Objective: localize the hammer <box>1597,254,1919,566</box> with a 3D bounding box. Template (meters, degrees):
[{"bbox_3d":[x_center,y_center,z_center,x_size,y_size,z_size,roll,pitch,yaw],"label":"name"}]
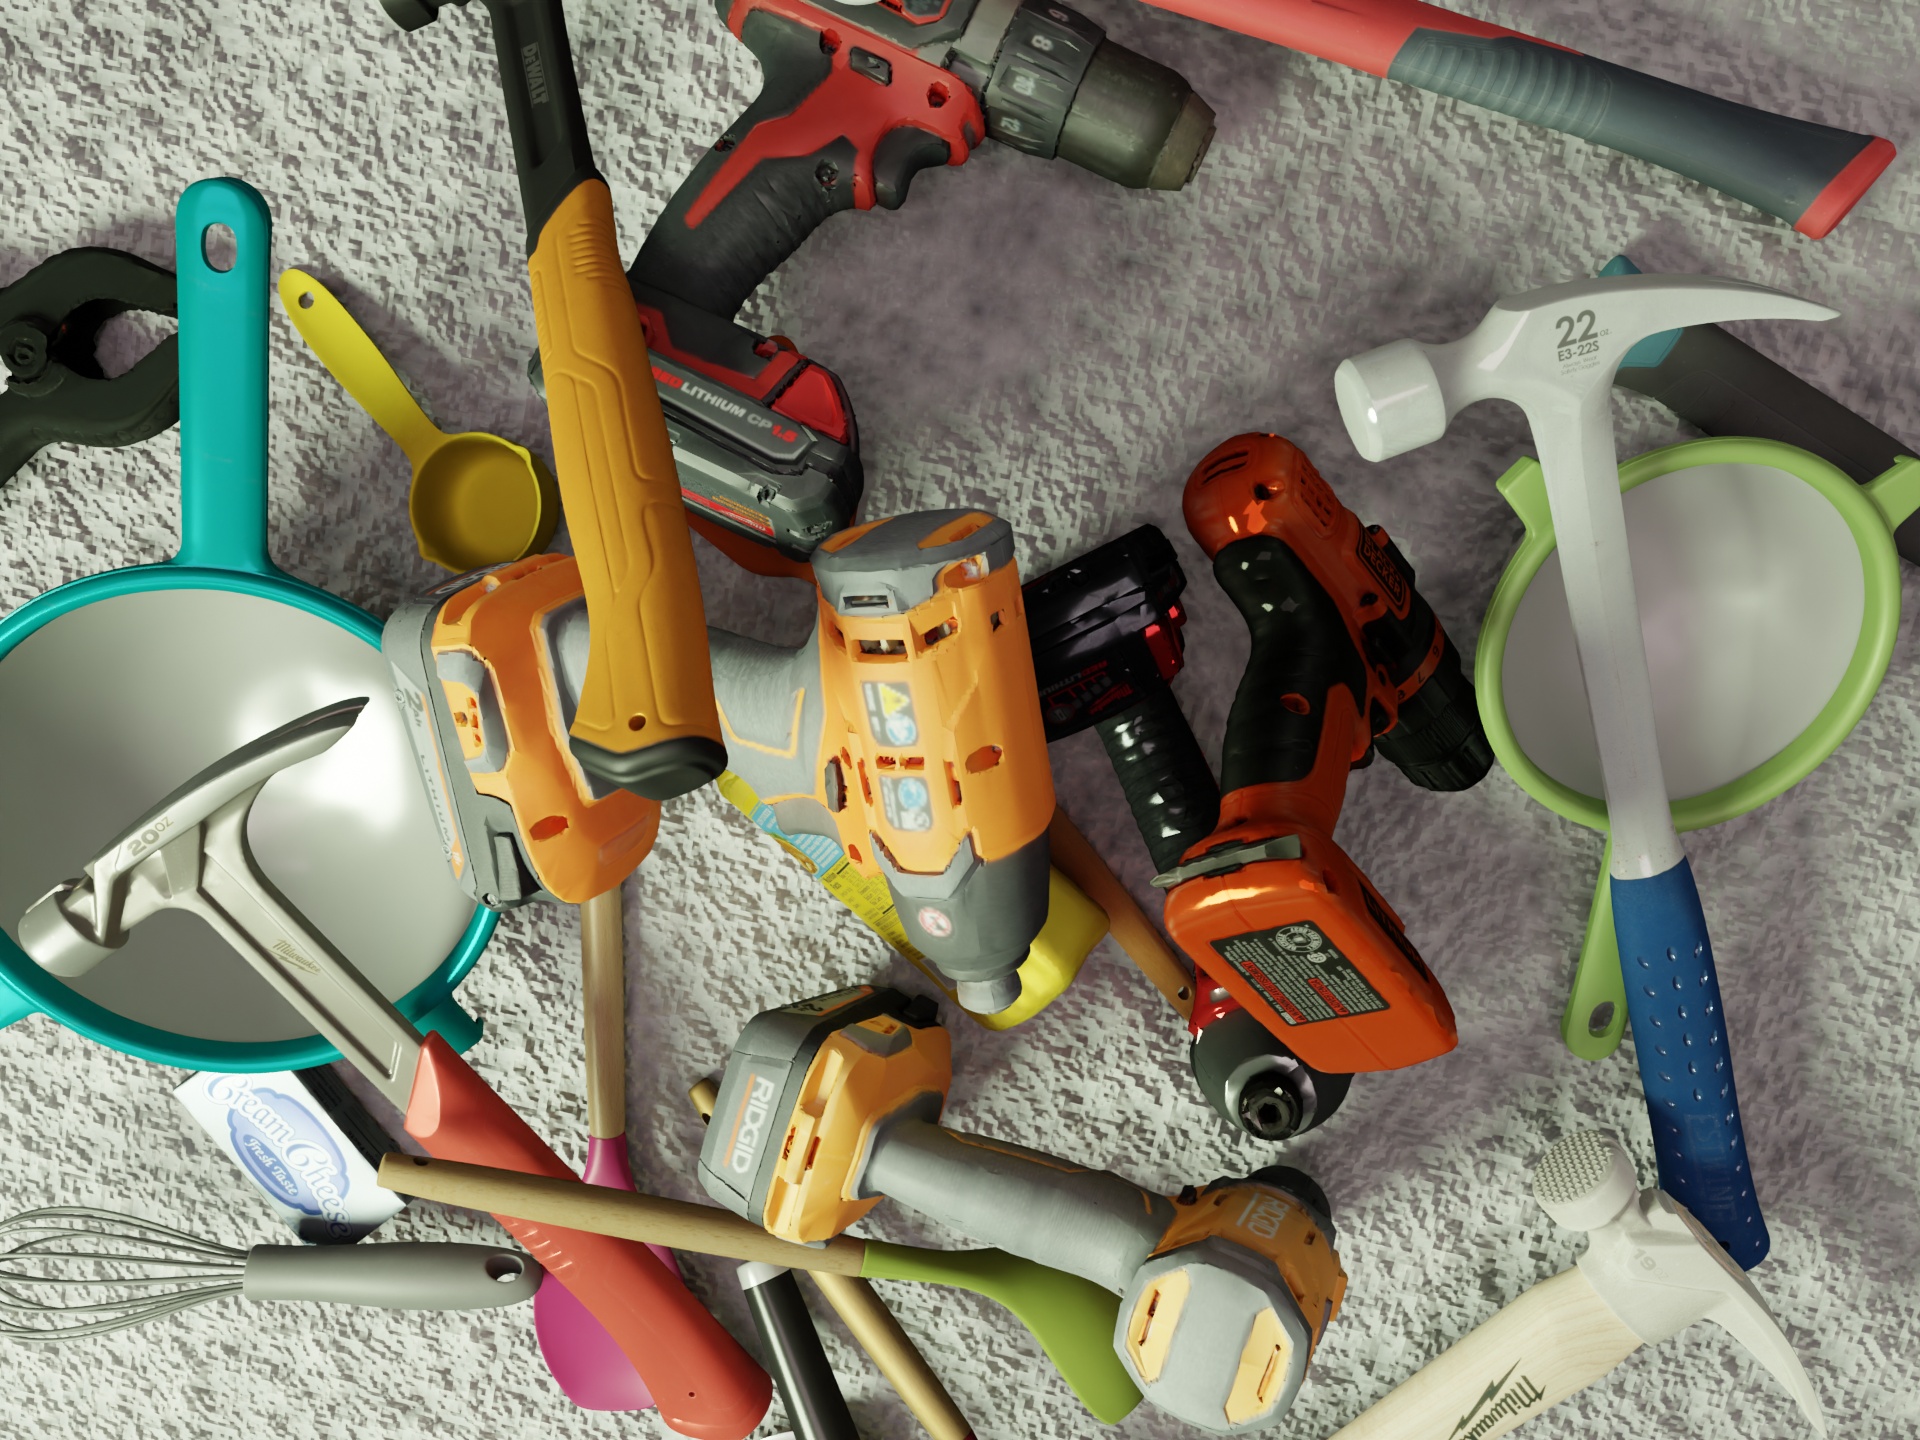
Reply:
[{"bbox_3d":[0.370,-0.066,0.592,0.331,0.033,0.128,32,102,-1],"label":"hammer"}]

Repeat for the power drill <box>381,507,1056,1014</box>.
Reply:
[{"bbox_3d":[-0.074,0.018,0.536,0.226,0.084,0.164,0,112,29],"label":"power drill"}]

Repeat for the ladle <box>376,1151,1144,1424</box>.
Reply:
[{"bbox_3d":[-0.068,0.217,0.628,0.320,0.078,0.062,15,107,-12],"label":"ladle"}]

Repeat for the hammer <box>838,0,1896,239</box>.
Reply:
[{"bbox_3d":[0.142,-0.252,0.560,0.386,0.143,0.038,14,142,-7],"label":"hammer"}]

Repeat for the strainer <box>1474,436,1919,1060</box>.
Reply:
[{"bbox_3d":[0.254,0.009,0.608,0.151,0.069,0.256,-1,116,-4],"label":"strainer"}]

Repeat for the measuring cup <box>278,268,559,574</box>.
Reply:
[{"bbox_3d":[-0.221,-0.123,0.644,0.062,0.029,0.156,-42,82,11],"label":"measuring cup"}]

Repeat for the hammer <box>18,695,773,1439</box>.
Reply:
[{"bbox_3d":[-0.182,0.162,0.630,0.149,0.037,0.358,-33,113,6],"label":"hammer"}]

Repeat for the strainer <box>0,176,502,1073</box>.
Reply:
[{"bbox_3d":[-0.270,-0.032,0.608,0.211,0.095,0.340,6,110,-10],"label":"strainer"}]

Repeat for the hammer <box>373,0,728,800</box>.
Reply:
[{"bbox_3d":[-0.110,-0.137,0.494,0.127,0.034,0.337,-18,69,10],"label":"hammer"}]

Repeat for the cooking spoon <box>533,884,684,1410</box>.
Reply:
[{"bbox_3d":[-0.153,0.153,0.686,0.068,0.017,0.319,0,101,-1],"label":"cooking spoon"}]

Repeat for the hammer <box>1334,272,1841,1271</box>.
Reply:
[{"bbox_3d":[0.248,0.040,0.563,0.144,0.035,0.405,-19,115,5],"label":"hammer"}]

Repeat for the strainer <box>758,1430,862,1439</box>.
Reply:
[{"bbox_3d":[-0.133,0.363,0.714,0.258,0.050,0.086,-9,113,10],"label":"strainer"}]

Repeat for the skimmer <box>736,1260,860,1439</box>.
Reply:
[{"bbox_3d":[-0.017,0.388,0.623,0.127,0.090,0.363,-22,76,-5],"label":"skimmer"}]

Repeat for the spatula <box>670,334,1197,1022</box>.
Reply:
[{"bbox_3d":[-0.001,-0.002,0.632,0.081,0.041,0.322,-39,95,-3],"label":"spatula"}]

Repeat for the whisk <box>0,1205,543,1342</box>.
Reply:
[{"bbox_3d":[-0.298,0.236,0.672,0.239,0.055,0.055,3,101,-6],"label":"whisk"}]

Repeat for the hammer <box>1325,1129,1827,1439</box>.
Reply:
[{"bbox_3d":[0.147,0.337,0.664,0.410,0.038,0.146,-42,99,17],"label":"hammer"}]

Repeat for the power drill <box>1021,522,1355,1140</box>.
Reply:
[{"bbox_3d":[0.081,0.045,0.583,0.078,0.143,0.219,-25,95,16],"label":"power drill"}]

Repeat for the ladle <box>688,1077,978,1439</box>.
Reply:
[{"bbox_3d":[-0.018,0.280,0.665,0.315,0.031,0.069,52,126,8],"label":"ladle"}]

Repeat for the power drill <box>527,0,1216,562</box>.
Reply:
[{"bbox_3d":[-0.030,-0.173,0.566,0.188,0.080,0.227,25,82,0],"label":"power drill"}]

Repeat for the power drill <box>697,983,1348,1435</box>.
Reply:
[{"bbox_3d":[0.037,0.177,0.614,0.226,0.185,0.084,19,94,20],"label":"power drill"}]
